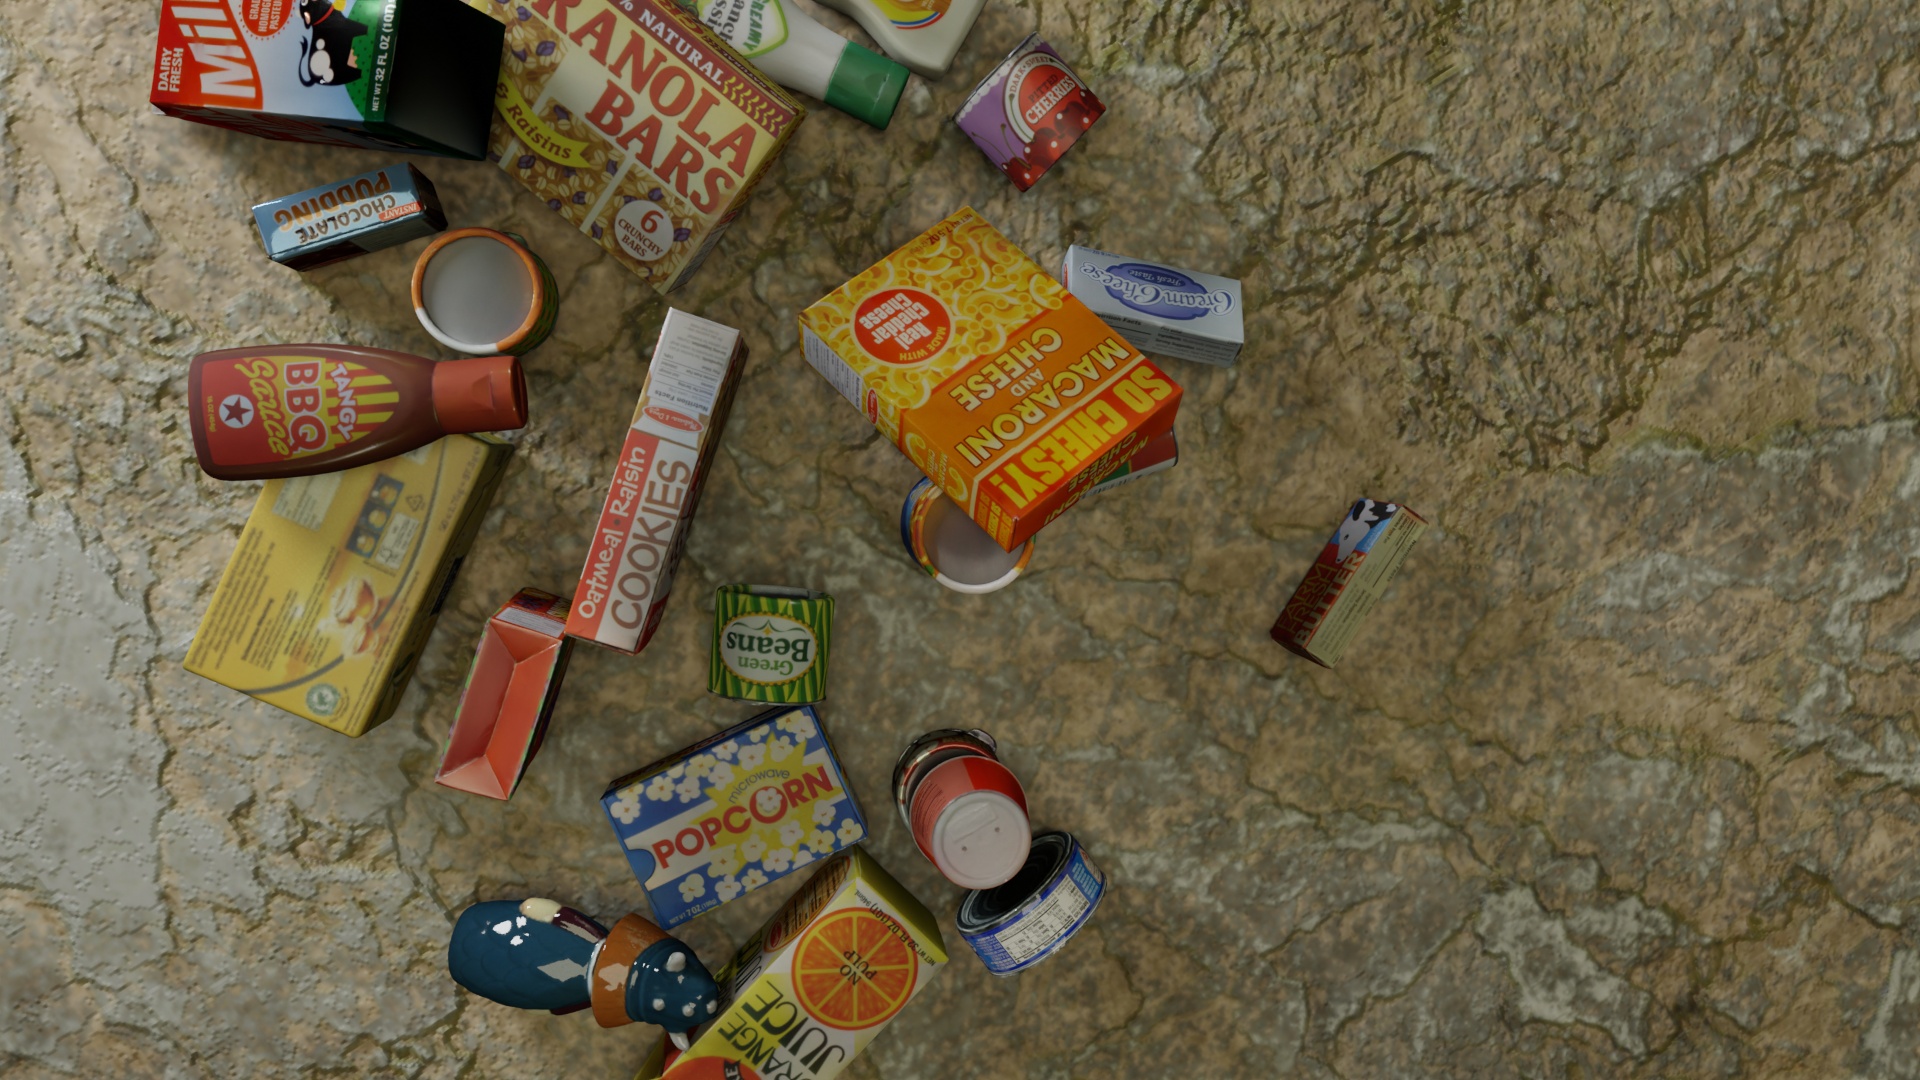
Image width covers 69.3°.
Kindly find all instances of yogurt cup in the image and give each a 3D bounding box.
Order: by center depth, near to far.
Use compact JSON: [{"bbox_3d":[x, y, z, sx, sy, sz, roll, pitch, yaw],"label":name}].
[{"bbox_3d":[0.008,0.157,0.762,0.072,0.054,0.072,-1,94,-7],"label":"yogurt cup"}]

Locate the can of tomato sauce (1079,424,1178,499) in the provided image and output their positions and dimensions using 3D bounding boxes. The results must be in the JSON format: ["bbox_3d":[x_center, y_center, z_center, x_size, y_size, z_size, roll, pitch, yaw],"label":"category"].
[{"bbox_3d":[0.071,-0.061,0.784,0.083,0.071,0.071,-20,97,-5],"label":"can of tomato sauce"}]

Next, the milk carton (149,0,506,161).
[{"bbox_3d":[-0.331,-0.240,0.694,0.190,0.073,0.072,12,94,20],"label":"milk carton"}]

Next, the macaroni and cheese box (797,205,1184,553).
[{"bbox_3d":[0.015,-0.089,0.735,0.124,0.040,0.167,-37,69,-22],"label":"macaroni and cheese box"}]

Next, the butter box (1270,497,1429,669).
[{"bbox_3d":[0.228,0.024,0.818,0.024,0.053,0.103,34,90,-12],"label":"butter box"}]

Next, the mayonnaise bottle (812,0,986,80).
[{"bbox_3d":[-0.060,-0.317,0.761,0.148,0.041,0.064,30,92,-9],"label":"mayonnaise bottle"}]

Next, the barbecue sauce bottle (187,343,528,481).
[{"bbox_3d":[-0.290,-0.066,0.678,0.149,0.043,0.065,-5,91,-6],"label":"barbecue sauce bottle"}]

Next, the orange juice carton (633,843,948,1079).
[{"bbox_3d":[-0.101,0.268,0.780,0.193,0.073,0.072,-45,99,-2],"label":"orange juice carton"}]

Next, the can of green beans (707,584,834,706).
[{"bbox_3d":[-0.104,0.057,0.768,0.071,0.071,0.057,5,93,-8],"label":"can of green beans"}]

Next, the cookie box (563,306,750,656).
[{"bbox_3d":[-0.154,-0.031,0.726,0.040,0.123,0.167,18,91,-8],"label":"cookie box"}]

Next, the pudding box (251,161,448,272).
[{"bbox_3d":[-0.320,-0.169,0.731,0.084,0.049,0.030,-19,95,-6],"label":"pudding box"}]

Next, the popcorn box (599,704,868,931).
[{"bbox_3d":[-0.126,0.152,0.786,0.127,0.038,0.085,-24,98,-6],"label":"popcorn box"}]

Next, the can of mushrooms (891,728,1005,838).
[{"bbox_3d":[-0.004,0.143,0.805,0.071,0.033,0.071,-1,94,-7],"label":"can of mushrooms"}]

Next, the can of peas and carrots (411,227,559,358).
[{"bbox_3d":[-0.251,-0.133,0.739,0.071,0.059,0.071,-1,95,-8],"label":"can of peas and carrots"}]

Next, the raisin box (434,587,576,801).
[{"bbox_3d":[-0.231,0.076,0.723,0.040,0.123,0.086,18,92,-10],"label":"raisin box"}]

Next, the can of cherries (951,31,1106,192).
[{"bbox_3d":[0.039,-0.236,0.765,0.071,0.071,0.058,-45,99,-2],"label":"can of cherries"}]

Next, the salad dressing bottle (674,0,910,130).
[{"bbox_3d":[-0.101,-0.272,0.757,0.148,0.044,0.064,24,94,-9],"label":"salad dressing bottle"}]

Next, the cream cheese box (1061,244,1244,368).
[{"bbox_3d":[0.109,-0.133,0.792,0.104,0.024,0.053,10,53,-8],"label":"cream cheese box"}]

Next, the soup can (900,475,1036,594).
[{"bbox_3d":[0.003,-0.010,0.770,0.071,0.084,0.071,-1,94,-7],"label":"soup can"}]

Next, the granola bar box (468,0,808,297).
[{"bbox_3d":[-0.183,-0.229,0.730,0.165,0.039,0.124,38,111,-9],"label":"granola bar box"}]
